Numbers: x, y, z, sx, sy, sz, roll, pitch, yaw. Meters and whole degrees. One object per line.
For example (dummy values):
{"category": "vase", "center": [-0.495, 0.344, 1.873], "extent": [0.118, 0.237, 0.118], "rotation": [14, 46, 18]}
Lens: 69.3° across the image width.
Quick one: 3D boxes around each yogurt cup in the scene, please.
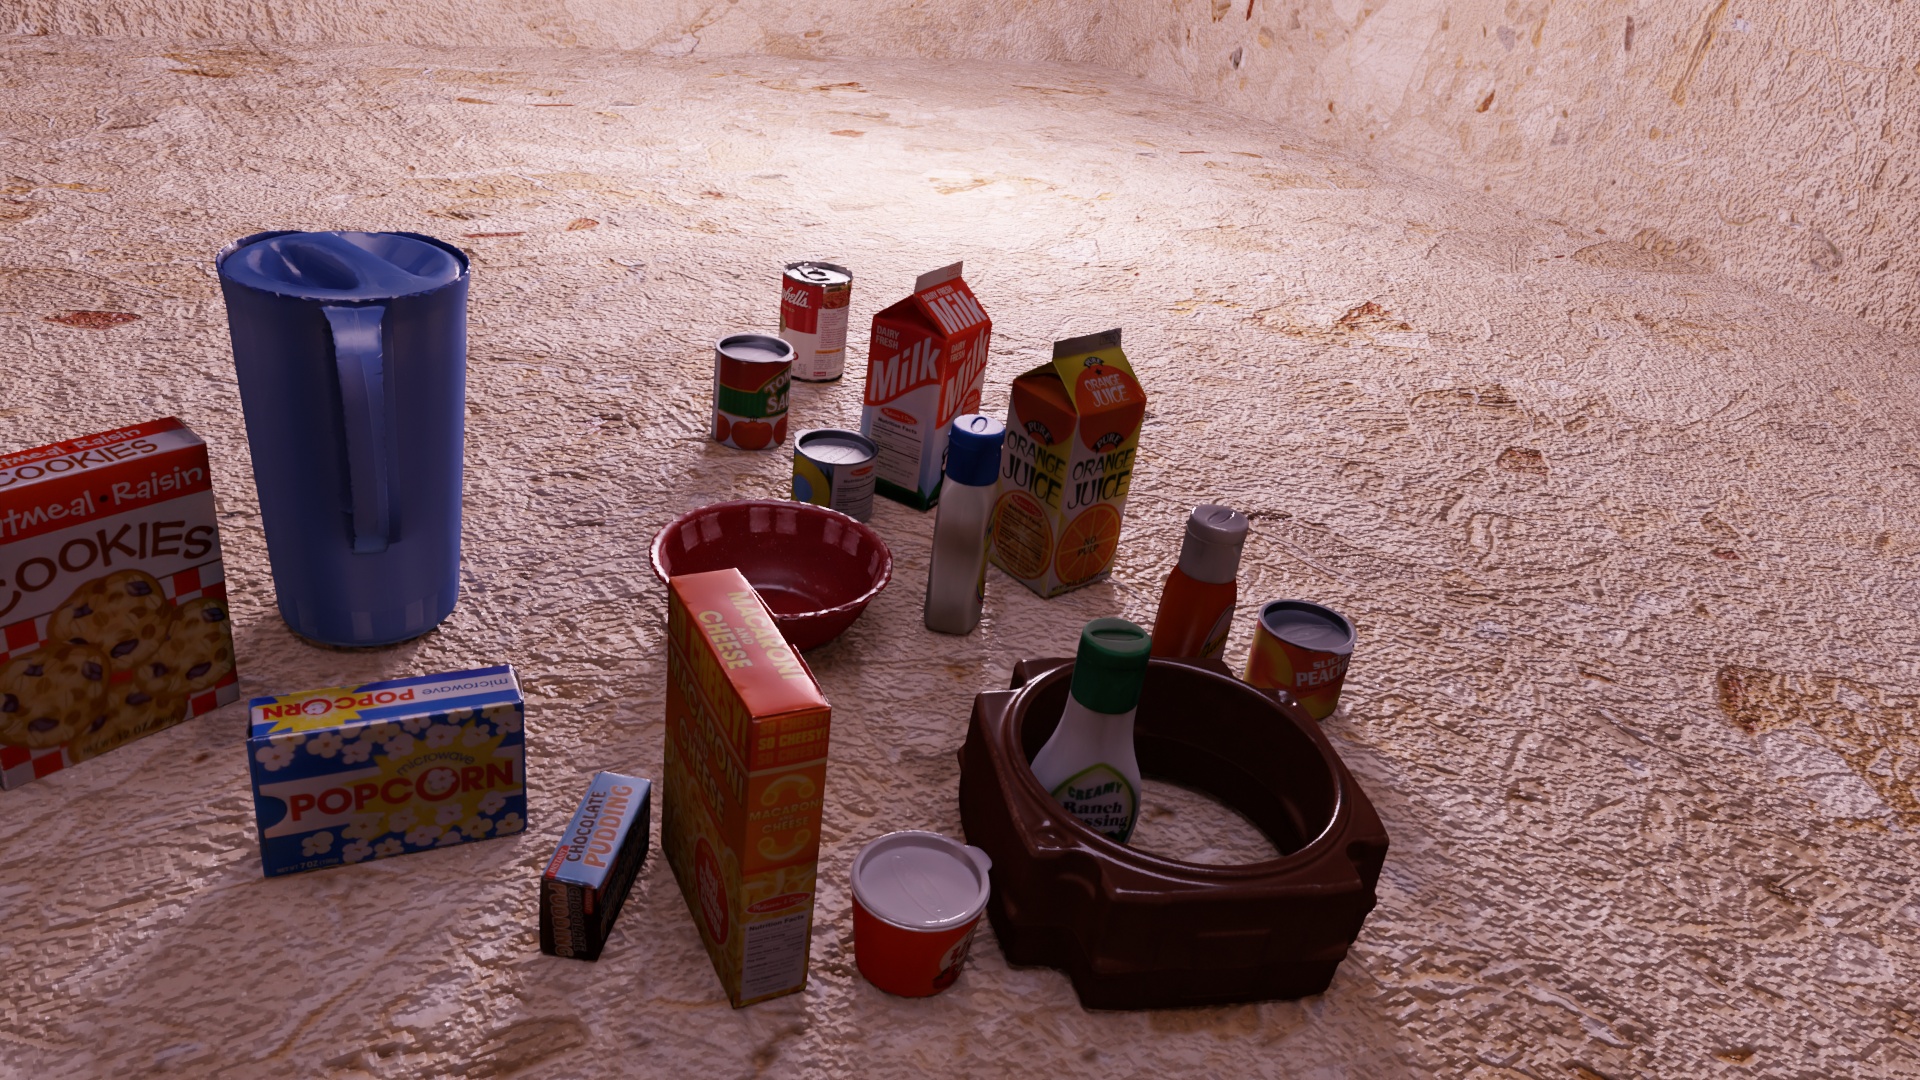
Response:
{"category": "yogurt cup", "center": [-0.022, 0.184, 0.677], "extent": [0.072, 0.053, 0.073], "rotation": [7, 27, -3]}

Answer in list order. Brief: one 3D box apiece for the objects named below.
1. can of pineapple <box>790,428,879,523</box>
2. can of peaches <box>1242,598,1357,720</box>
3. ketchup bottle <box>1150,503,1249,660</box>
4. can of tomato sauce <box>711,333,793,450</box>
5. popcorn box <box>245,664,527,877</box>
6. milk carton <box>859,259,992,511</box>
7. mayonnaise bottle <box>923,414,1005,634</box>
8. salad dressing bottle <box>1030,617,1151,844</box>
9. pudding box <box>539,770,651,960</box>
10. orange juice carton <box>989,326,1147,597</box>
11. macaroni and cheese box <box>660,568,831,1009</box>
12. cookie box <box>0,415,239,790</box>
{"category": "can of pineapple", "center": [-0.101, -0.050, 1.095], "extent": [0.071, 0.057, 0.071], "rotation": [7, 27, -3]}
{"category": "can of peaches", "center": [0.229, 0.081, 0.936], "extent": [0.071, 0.057, 0.071], "rotation": [7, 27, -3]}
{"category": "ketchup bottle", "center": [0.147, 0.050, 0.876], "extent": [0.043, 0.148, 0.065], "rotation": [25, 32, 29]}
{"category": "can of tomato sauce", "center": [-0.178, -0.127, 1.193], "extent": [0.071, 0.082, 0.071], "rotation": [7, 27, -3]}
{"category": "popcorn box", "center": [-0.286, 0.115, 0.702], "extent": [0.127, 0.084, 0.038], "rotation": [-6, 31, -26]}
{"category": "milk carton", "center": [-0.028, -0.129, 1.122], "extent": [0.073, 0.189, 0.073], "rotation": [21, 30, 24]}
{"category": "mayonnaise bottle", "center": [0.003, -0.012, 0.955], "extent": [0.041, 0.147, 0.065], "rotation": [11, 27, 5]}
{"category": "salad dressing bottle", "center": [0.070, 0.112, 0.738], "extent": [0.064, 0.147, 0.044], "rotation": [3, 28, -11]}
{"category": "pudding box", "center": [-0.179, 0.159, 0.686], "extent": [0.030, 0.049, 0.084], "rotation": [9, 27, 2]}
{"category": "orange juice carton", "center": [0.079, -0.062, 1.022], "extent": [0.072, 0.191, 0.073], "rotation": [-15, 35, -38]}
{"category": "macaroni and cheese box", "center": [-0.106, 0.115, 0.663], "extent": [0.040, 0.165, 0.124], "rotation": [-7, 31, -27]}
{"category": "cookie box", "center": [-0.456, 0.030, 0.727], "extent": [0.040, 0.166, 0.123], "rotation": [25, 32, 30]}
